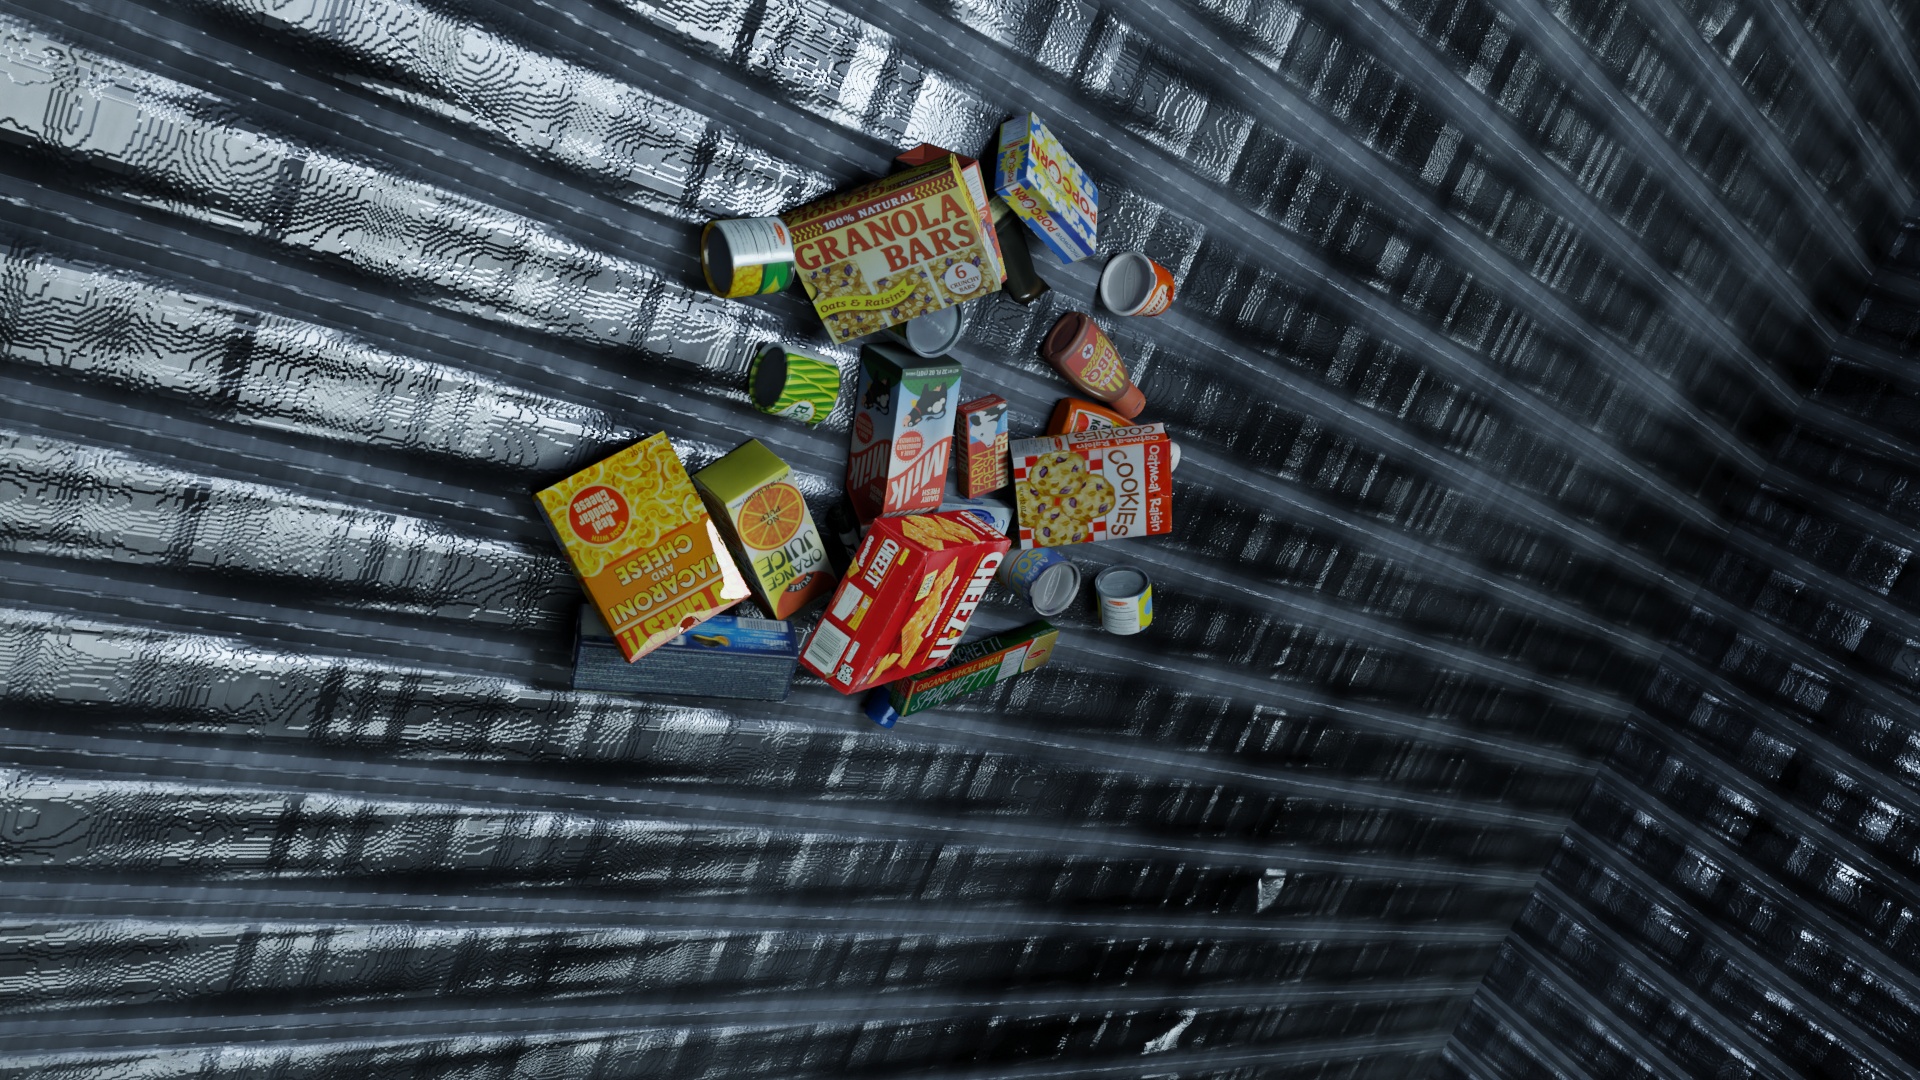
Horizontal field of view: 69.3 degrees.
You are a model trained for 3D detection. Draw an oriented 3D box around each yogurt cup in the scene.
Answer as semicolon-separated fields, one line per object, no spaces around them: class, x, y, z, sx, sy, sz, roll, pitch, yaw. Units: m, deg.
yogurt cup;0.190;-0.268;1.470;0.054;0.072;0.072;4;112;-48

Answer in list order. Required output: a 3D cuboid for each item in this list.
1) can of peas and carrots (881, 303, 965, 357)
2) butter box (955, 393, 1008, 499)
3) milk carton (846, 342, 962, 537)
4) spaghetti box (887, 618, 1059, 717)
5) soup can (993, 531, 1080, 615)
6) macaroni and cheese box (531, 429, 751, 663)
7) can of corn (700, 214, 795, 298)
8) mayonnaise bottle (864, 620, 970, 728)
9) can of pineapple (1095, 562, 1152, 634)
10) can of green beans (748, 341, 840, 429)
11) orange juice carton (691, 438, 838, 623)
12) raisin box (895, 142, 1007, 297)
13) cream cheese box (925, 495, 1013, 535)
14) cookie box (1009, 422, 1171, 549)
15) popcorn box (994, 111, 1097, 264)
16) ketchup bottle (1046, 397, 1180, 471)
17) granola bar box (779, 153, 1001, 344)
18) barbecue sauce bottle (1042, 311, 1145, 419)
can of peas and carrots;-0.038;-0.216;1.321;0.071;0.059;0.070;-19;125;-30
butter box;0.023;-0.098;1.461;0.053;0.024;0.103;-21;126;-29
milk carton;-0.059;-0.093;1.364;0.072;0.073;0.189;-10;120;-35
spaghetti box;0.018;0.140;1.550;0.251;0.029;0.050;-14;131;-47
soup can;0.080;0.035;1.540;0.071;0.084;0.071;-19;125;-30
macaroni and cheese box;-0.277;0.006;1.215;0.124;0.040;0.166;-30;98;-21
can of corn;-0.183;-0.241;1.188;0.058;0.071;0.070;-13;122;-32
mayonnaise bottle;-0.051;0.136;1.524;0.148;0.041;0.064;-57;141;2
can of pineapple;0.197;0.070;1.667;0.071;0.071;0.057;-26;129;-24
can of green beans;-0.152;-0.143;1.266;0.058;0.071;0.071;11;107;-41
orange juice carton;-0.179;0.006;1.326;0.072;0.073;0.191;-34;131;-19
raisin box;-0.008;-0.295;1.280;0.040;0.086;0.122;-35;131;-20
cream cheese box;0.005;-0.019;1.492;0.104;0.024;0.053;3;114;-39
cookie box;0.142;-0.057;1.497;0.167;0.040;0.122;-7;126;0
popcorn box;0.085;-0.336;1.334;0.126;0.038;0.085;36;50;-44
ketchup bottle;0.170;-0.109;1.528;0.149;0.043;0.064;15;105;-23
granola bar box;-0.061;-0.255;1.228;0.165;0.039;0.123;-17;128;12
barbecue sauce bottle;0.149;-0.183;1.499;0.148;0.044;0.065;38;84;-45
